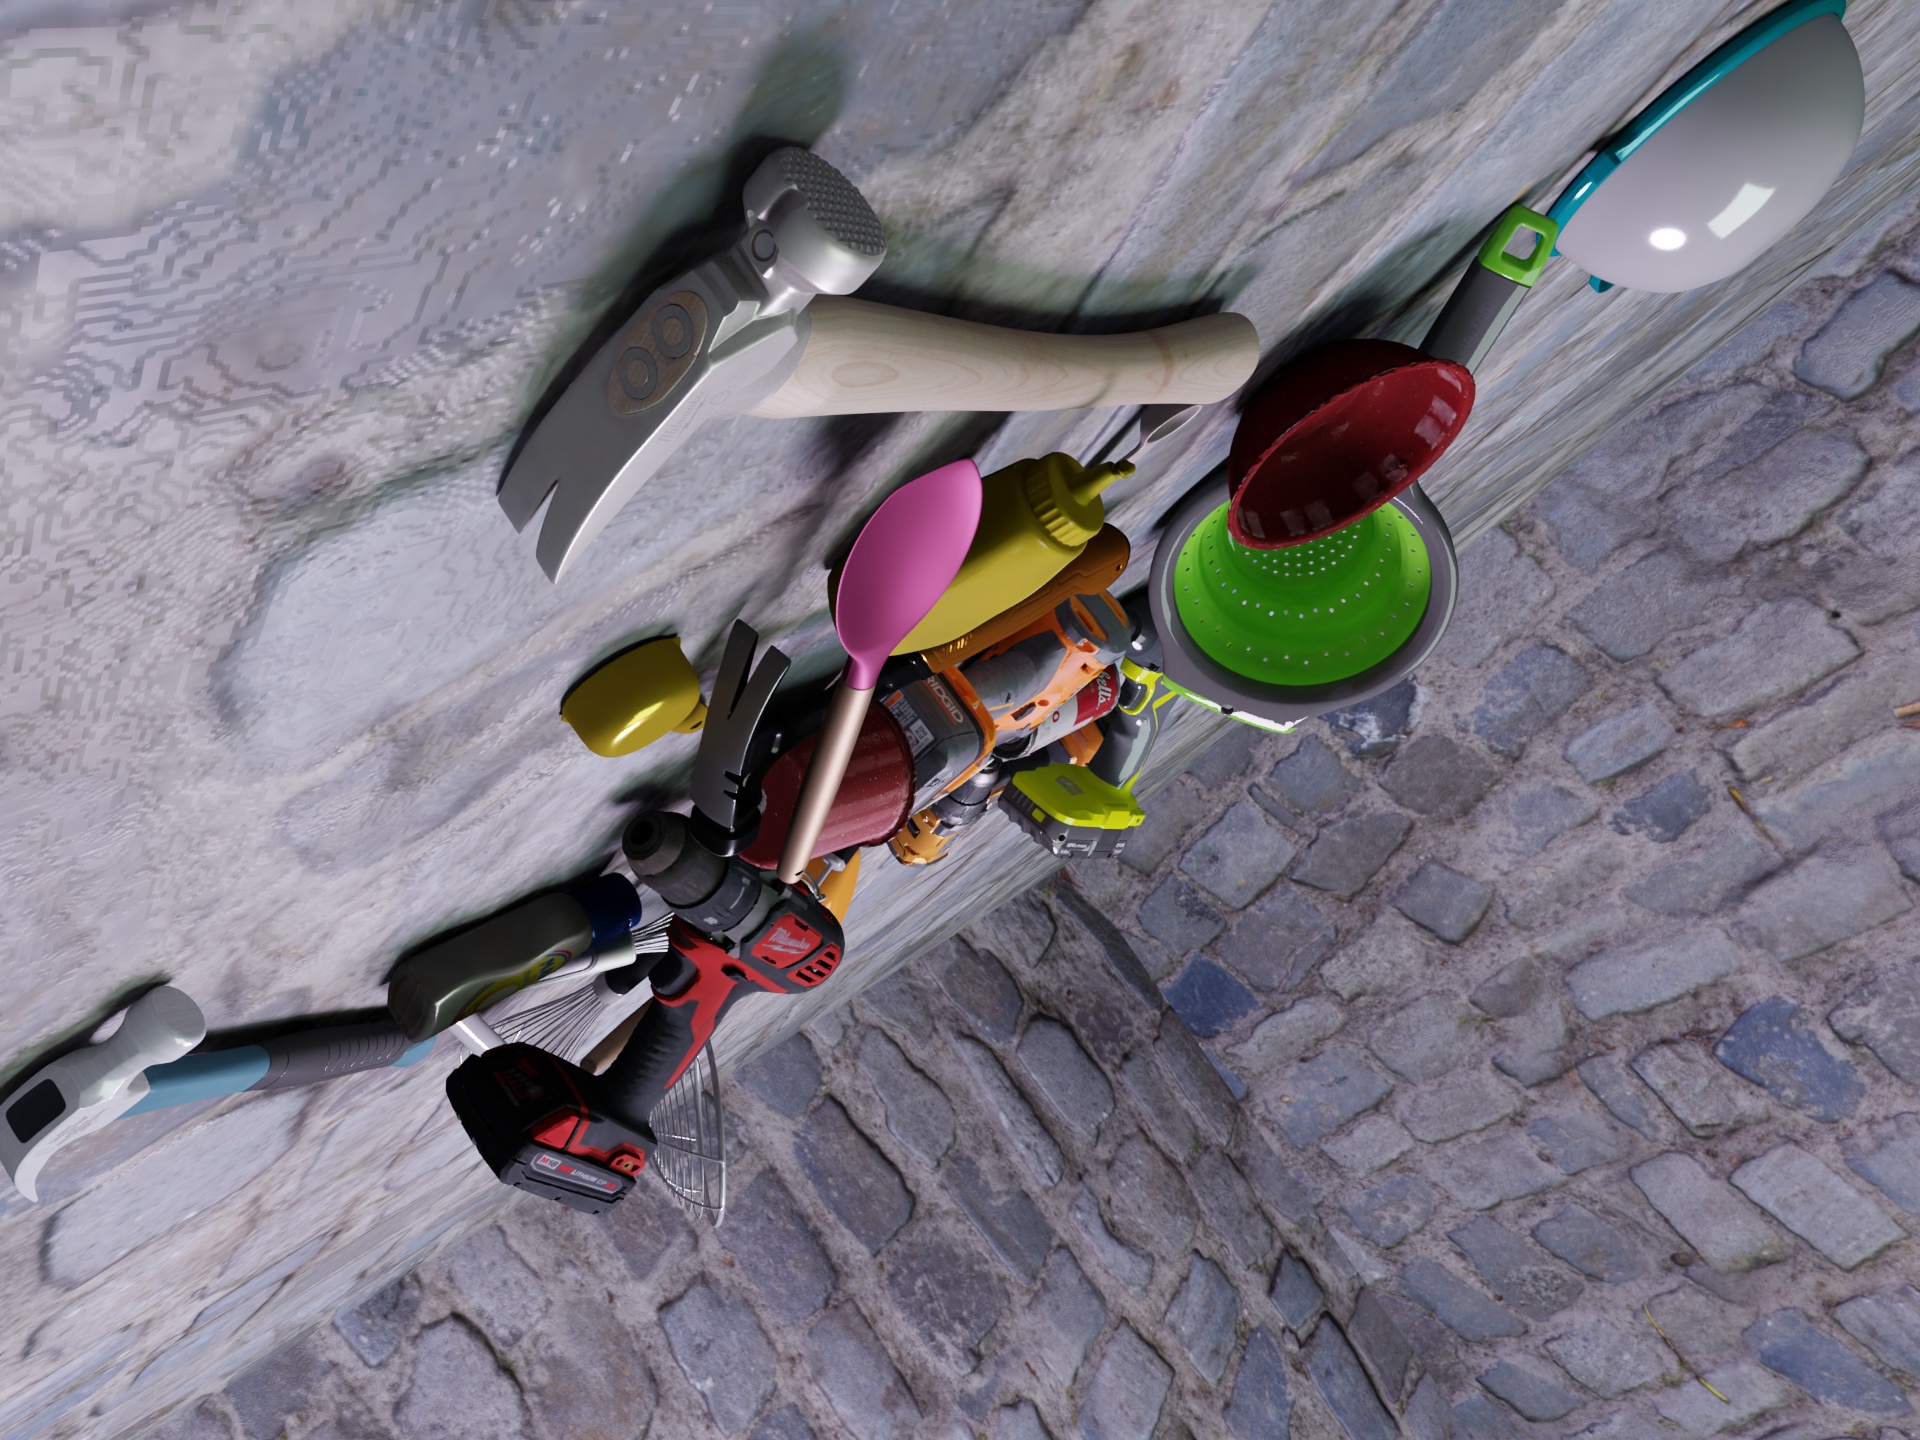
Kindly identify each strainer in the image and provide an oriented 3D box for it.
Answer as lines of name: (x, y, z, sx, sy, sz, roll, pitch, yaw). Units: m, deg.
strainer: (0.480, -0.323, 1.036, 0.211, 0.095, 0.340, -36, 169, 4)
strainer: (-0.292, 0.233, 1.054, 0.050, 0.087, 0.258, -55, 153, -24)

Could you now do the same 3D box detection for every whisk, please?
whisk: (-0.263, 0.199, 1.113, 0.284, 0.070, 0.070, -38, 170, 31)
whisk: (-0.199, 0.137, 0.991, 0.246, 0.058, 0.059, -13, -179, -25)

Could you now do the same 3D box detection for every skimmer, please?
skimmer: (-0.098, 0.162, 1.084, 0.363, 0.090, 0.127, -55, -173, -17)

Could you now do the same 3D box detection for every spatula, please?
spatula: (-0.199, 0.192, 1.140, 0.060, 0.018, 0.316, -38, 180, 14)

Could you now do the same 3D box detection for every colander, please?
colander: (0.264, -0.169, 1.052, 0.095, 0.204, 0.396, -77, -169, -51)

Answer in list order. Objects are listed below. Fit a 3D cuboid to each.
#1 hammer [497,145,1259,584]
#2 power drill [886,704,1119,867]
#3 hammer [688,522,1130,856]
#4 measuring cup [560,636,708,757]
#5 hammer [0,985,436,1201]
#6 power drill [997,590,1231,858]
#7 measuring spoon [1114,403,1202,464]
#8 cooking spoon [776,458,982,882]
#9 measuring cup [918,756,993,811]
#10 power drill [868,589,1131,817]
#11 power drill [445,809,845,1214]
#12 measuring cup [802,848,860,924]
hammer: (0.013, -0.125, 0.594, 0.146, 0.038, 0.410, -39, 170, 30)
power drill: (0.052, 0.041, 1.418, 0.226, 0.084, 0.185, -24, 164, -30)
hammer: (-0.008, -0.048, 0.845, 0.337, 0.034, 0.127, -32, 150, -44)
measuring cup: (-0.132, 0.000, 0.723, 0.062, 0.029, 0.156, -35, 170, 0)
hammer: (-0.355, 0.175, 0.810, 0.128, 0.033, 0.331, -36, 170, 2)
power drill: (0.129, 0.001, 1.301, 0.171, 0.080, 0.223, 6, 118, -53)
measuring spoon: (0.078, -0.138, 0.835, 0.034, 0.018, 0.124, -26, 174, -44)
cooking spoon: (-0.050, -0.006, 0.697, 0.069, 0.017, 0.318, -29, 159, -31)
measuring cup: (-0.028, 0.045, 1.215, 0.083, 0.038, 0.167, -29, 176, -38)
power drill: (-0.002, -0.003, 1.012, 0.164, 0.084, 0.226, -42, 172, 37)
power drill: (-0.185, 0.161, 0.911, 0.227, 0.080, 0.187, -47, 142, -4)
measuring cup: (-0.098, 0.110, 1.219, 0.173, 0.052, 0.095, -47, 152, -71)
